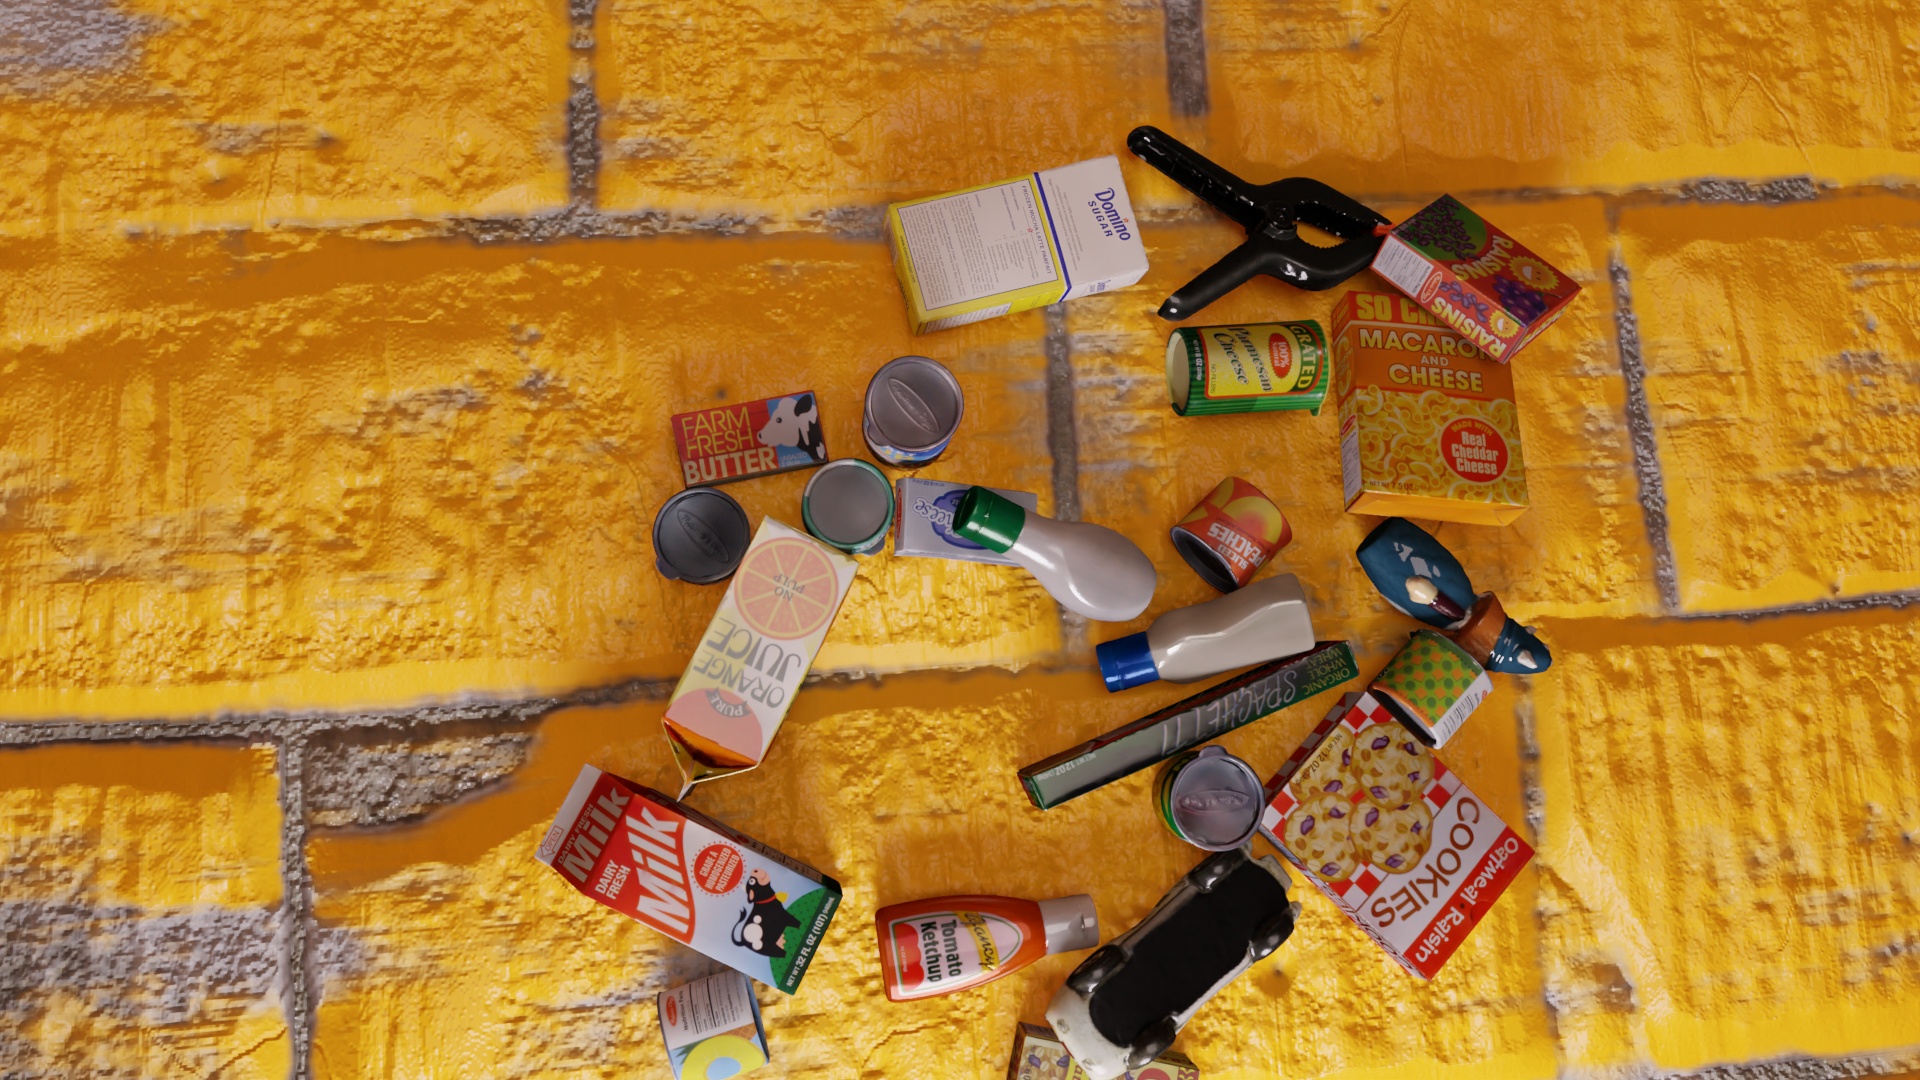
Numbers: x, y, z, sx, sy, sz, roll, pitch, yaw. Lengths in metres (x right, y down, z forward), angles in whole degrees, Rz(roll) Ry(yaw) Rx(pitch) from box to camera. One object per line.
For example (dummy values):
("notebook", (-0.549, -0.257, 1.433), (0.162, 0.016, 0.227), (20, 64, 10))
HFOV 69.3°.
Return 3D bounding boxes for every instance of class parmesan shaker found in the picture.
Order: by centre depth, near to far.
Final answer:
("parmesan shaker", (0.207, -0.122, 1.009), (0.103, 0.071, 0.071), (-4, 83, -7))

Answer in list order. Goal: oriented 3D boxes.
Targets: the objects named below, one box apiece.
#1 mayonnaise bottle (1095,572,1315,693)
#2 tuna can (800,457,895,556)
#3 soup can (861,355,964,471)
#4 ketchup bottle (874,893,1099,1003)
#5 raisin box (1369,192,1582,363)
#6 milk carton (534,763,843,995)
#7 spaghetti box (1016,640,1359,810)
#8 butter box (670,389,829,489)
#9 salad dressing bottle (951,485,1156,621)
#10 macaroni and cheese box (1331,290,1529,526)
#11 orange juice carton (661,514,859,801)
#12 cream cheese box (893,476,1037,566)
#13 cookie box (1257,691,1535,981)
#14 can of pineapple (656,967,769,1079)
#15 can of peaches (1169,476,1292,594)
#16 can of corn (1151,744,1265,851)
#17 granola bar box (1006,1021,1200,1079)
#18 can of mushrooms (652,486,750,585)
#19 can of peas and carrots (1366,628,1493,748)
("mayonnaise bottle", (0.170, 0.070, 0.975), (0.148, 0.064, 0.041), (-17, 45, 7))
("tuna can", (-0.078, -0.022, 0.979), (0.071, 0.033, 0.071), (1, 82, -6))
("soup can", (-0.037, -0.085, 0.966), (0.071, 0.083, 0.071), (1, 83, -6))
("ketchup bottle", (0.018, 0.270, 0.946), (0.149, 0.043, 0.065), (-8, 83, -8))
("raisin box", (0.378, -0.194, 1.019), (0.086, 0.039, 0.123), (-33, 66, -34))
("milk carton", (-0.178, 0.220, 0.915), (0.190, 0.073, 0.072), (28, 81, -2))
("spaghetti box", (0.161, 0.128, 0.978), (0.250, 0.050, 0.028), (-22, 88, -9))
("butter box", (-0.149, -0.071, 0.982), (0.104, 0.024, 0.053), (-11, 85, -8))
("salad dressing bottle", (0.065, 0.008, 0.966), (0.147, 0.044, 0.064), (26, 68, -20))
("macaroni and cheese box", (0.341, -0.098, 1.015), (0.124, 0.040, 0.167), (5, 67, -6))
("orange juice carton", (-0.142, 0.087, 0.938), (0.073, 0.071, 0.193), (26, 80, -2))
("cream cheese box", (0.003, -0.012, 0.976), (0.104, 0.024, 0.053), (6, 82, -26))
("cookie box", (0.304, 0.209, 0.989), (0.167, 0.040, 0.123), (44, 80, 0))
("can of pineapple", (-0.161, 0.320, 0.909), (0.058, 0.071, 0.071), (-16, 85, -8))
("can of peaches", (0.194, -0.004, 0.989), (0.058, 0.071, 0.071), (-42, 89, -11))
("can of corn", (0.171, 0.178, 0.969), (0.071, 0.058, 0.071), (1, 83, -6))
("granola bar box", (0.084, 0.423, 0.935), (0.124, 0.039, 0.165), (13, 81, -5))
("can of mushrooms", (-0.181, -0.001, 0.964), (0.071, 0.033, 0.071), (1, 83, -7))
("can of peas and carrots", (0.333, 0.105, 0.995), (0.071, 0.071, 0.059), (45, 81, 0))
